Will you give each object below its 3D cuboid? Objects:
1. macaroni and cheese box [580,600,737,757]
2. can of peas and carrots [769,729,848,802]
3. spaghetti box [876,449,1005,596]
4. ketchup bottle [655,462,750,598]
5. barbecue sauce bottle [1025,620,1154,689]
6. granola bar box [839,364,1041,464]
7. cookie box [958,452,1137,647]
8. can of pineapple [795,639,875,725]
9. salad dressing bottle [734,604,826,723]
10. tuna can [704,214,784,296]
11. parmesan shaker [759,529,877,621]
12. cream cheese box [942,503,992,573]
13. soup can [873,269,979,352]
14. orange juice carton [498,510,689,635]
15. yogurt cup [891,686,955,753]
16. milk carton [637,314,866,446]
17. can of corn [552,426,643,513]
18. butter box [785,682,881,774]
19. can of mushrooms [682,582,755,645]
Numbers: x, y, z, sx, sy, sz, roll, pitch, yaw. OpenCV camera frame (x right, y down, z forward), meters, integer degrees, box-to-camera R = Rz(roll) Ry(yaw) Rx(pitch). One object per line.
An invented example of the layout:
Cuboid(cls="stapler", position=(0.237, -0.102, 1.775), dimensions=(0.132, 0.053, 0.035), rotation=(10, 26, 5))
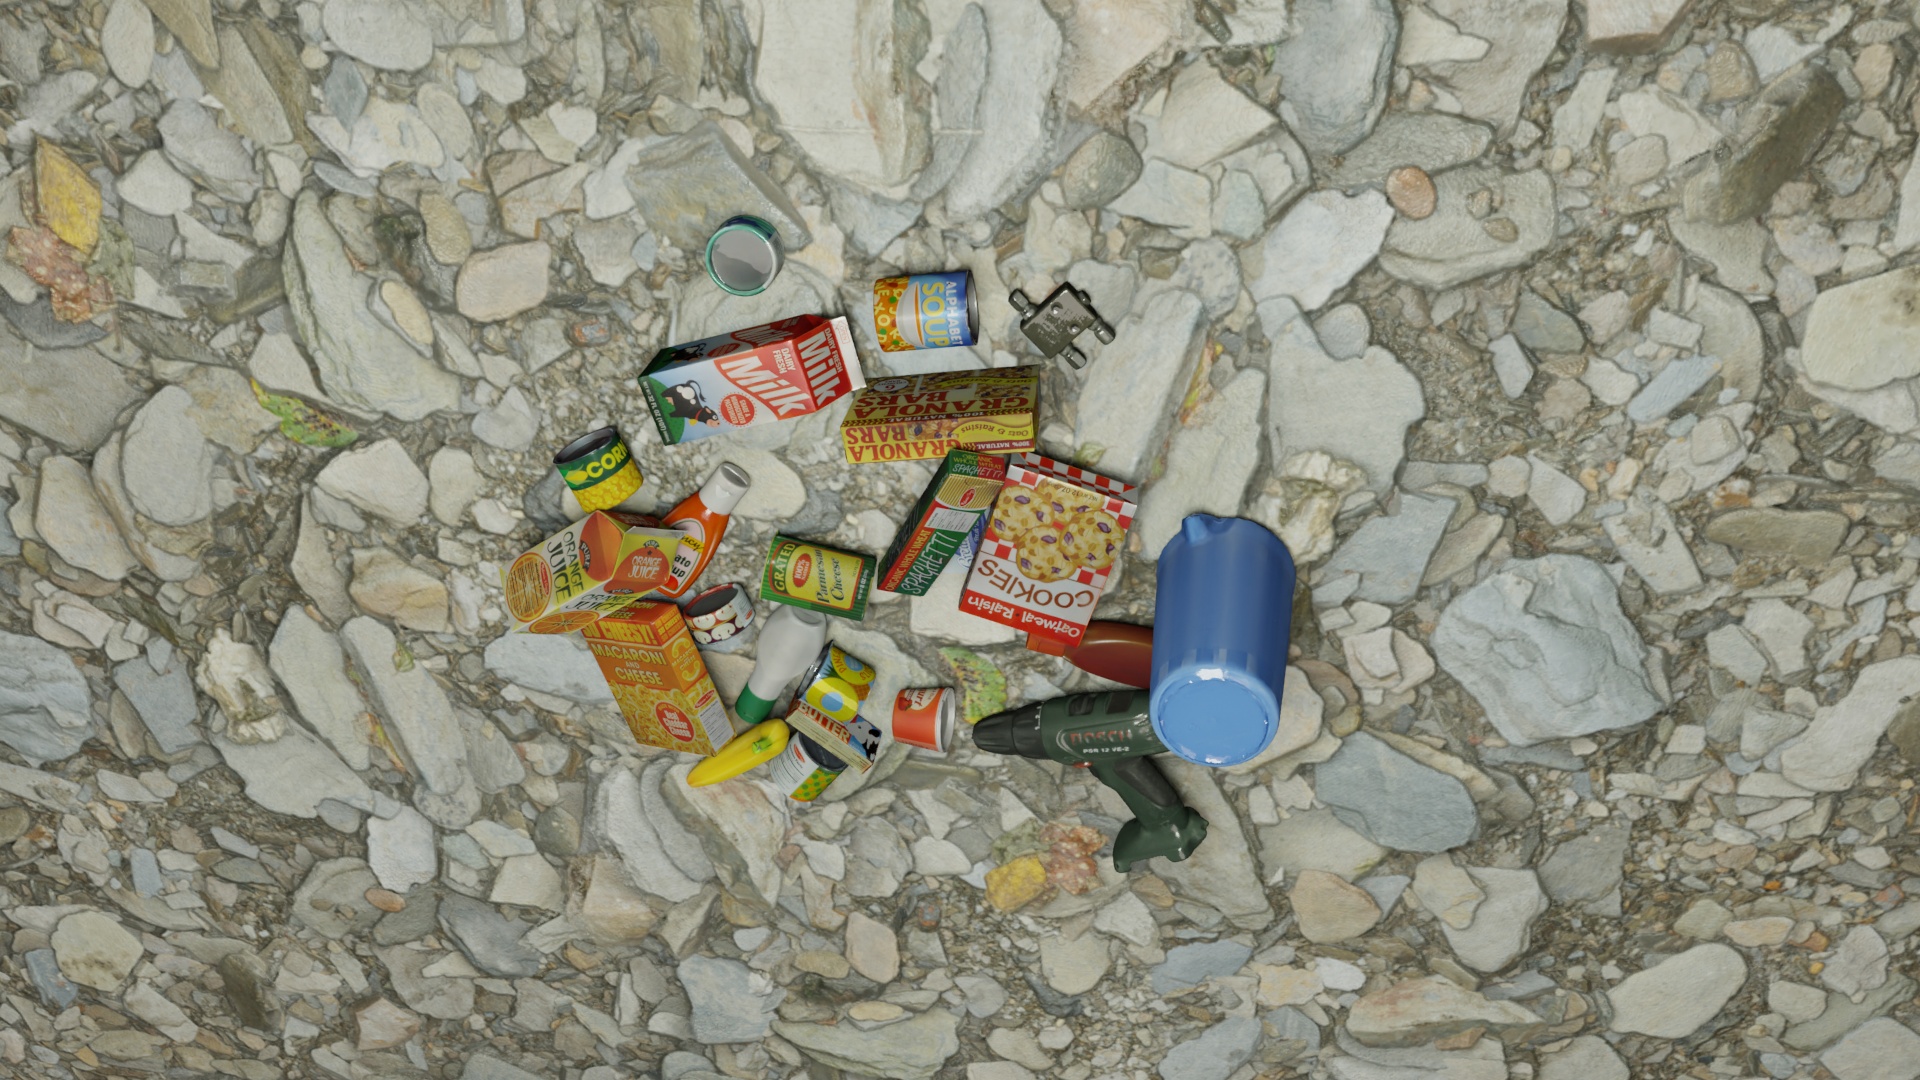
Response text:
Cuboid(cls="macaroni and cheese box", position=(-0.312, 0.138, 1.423), dimensions=(0.123, 0.040, 0.165), rotation=(2, 122, 37))
Cuboid(cls="can of peas and carrots", position=(-0.158, 0.234, 1.472), dimensions=(0.071, 0.071, 0.058), rotation=(36, 116, -13))
Cuboid(cls="spaghetti box", position=(-0.023, -0.010, 1.271), dimensions=(0.050, 0.029, 0.248), rotation=(9, 152, -15))
Cuboid(cls="ketchup bottle", position=(-0.260, -0.013, 1.360), dimensions=(0.064, 0.044, 0.148), rotation=(38, 115, -7))
Cuboid(cls="barbecue sauce bottle", position=(0.141, 0.107, 1.382), dimensions=(0.148, 0.044, 0.064), rotation=(13, 129, 0))
Cuboid(cls="granola bar box", position=(-0.013, -0.112, 1.234), dimensions=(0.165, 0.125, 0.039), rotation=(-4, 116, 8))
Cuboid(cls="cookie box", position=(0.080, 0.010, 1.302), dimensions=(0.123, 0.040, 0.166), rotation=(18, 120, -3))
Cuboid(cls="can of pineapple", position=(-0.126, 0.146, 1.419), dimensions=(0.058, 0.071, 0.070), rotation=(32, 117, -11))
Cuboid(cls="salad dressing bottle", position=(-0.188, 0.127, 1.429), dimensions=(0.064, 0.044, 0.147), rotation=(27, 119, -9))
Cuboid(cls="tuna can", position=(-0.193, -0.252, 1.230), dimensions=(0.071, 0.033, 0.070), rotation=(2, 119, 4))
Cuboid(cls="parmesan shaker", position=(-0.138, 0.034, 1.362), dimensions=(0.103, 0.071, 0.071), rotation=(13, 119, -2))
Cuboid(cls="cream cheese box", position=(0.005, -0.017, 1.341), dimensions=(0.053, 0.024, 0.103), rotation=(1, 118, 7))
Cuboid(cls="soup can", position=(-0.030, -0.200, 1.218), dimensions=(0.084, 0.072, 0.071), rotation=(-4, 118, 8))
Cuboid(cls="orange juice carton", position=(-0.353, 0.026, 1.341), dimensions=(0.192, 0.072, 0.073), rotation=(-26, 71, 29))
Cuboid(cls="yogurt cup", position=(-0.038, 0.183, 1.432), dimensions=(0.054, 0.073, 0.072), rotation=(4, 119, 13))
Cuboid(cls="milk carton", position=(-0.185, -0.150, 1.261), dimensions=(0.190, 0.074, 0.072), rotation=(-11, 116, 11))
Cuboid(cls="can of corn", position=(-0.343, -0.067, 1.325), dimensions=(0.071, 0.071, 0.058), rotation=(-18, 116, 15))
Cuboid(cls="butter box", position=(-0.132, 0.195, 1.453), dimensions=(0.103, 0.053, 0.024), rotation=(38, 119, -13))
Cuboid(cls="can of mushrooms", position=(-0.244, 0.074, 1.392), dimensions=(0.071, 0.071, 0.033), rotation=(-16, 115, 14))
